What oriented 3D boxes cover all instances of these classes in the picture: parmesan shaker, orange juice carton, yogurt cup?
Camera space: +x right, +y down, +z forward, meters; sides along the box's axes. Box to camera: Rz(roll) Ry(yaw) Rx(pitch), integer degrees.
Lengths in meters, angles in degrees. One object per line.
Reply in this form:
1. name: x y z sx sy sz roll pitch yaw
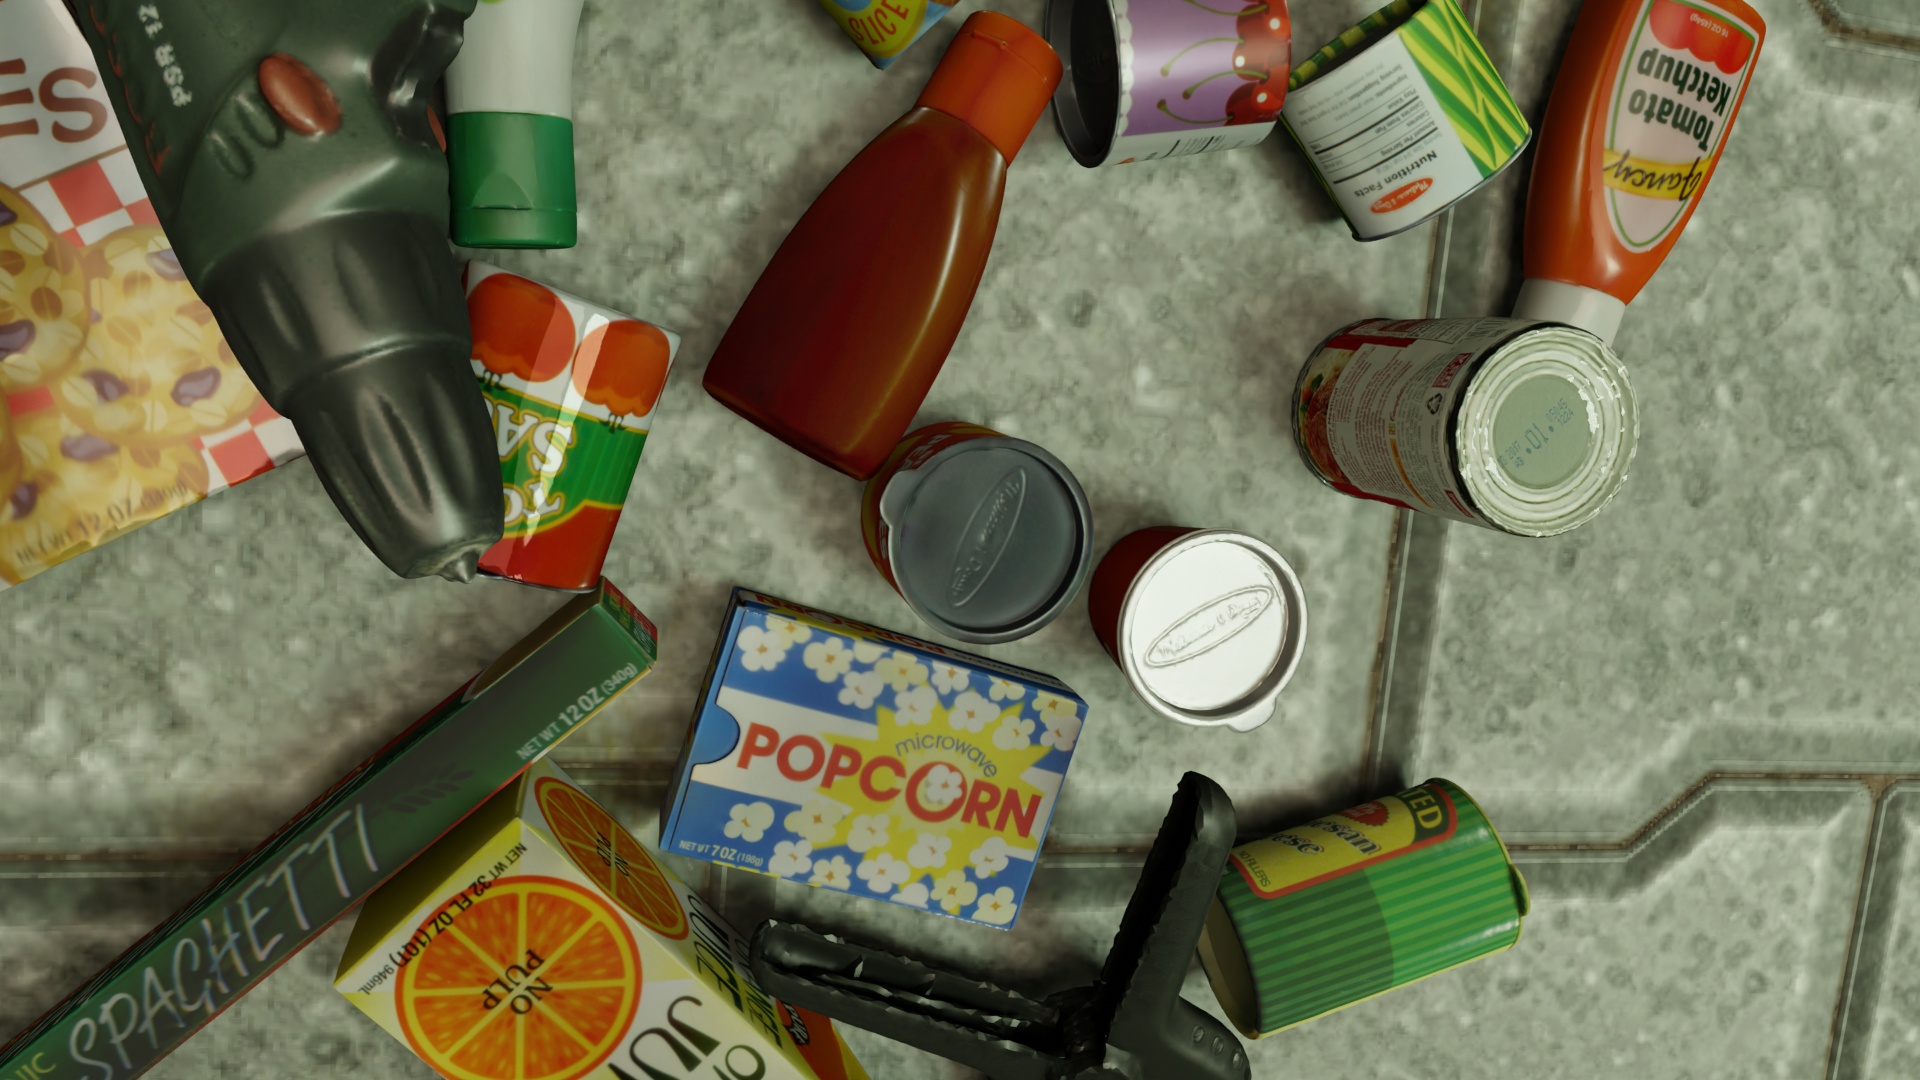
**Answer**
1. parmesan shaker: 0.142 0.134 0.507 0.103 0.071 0.071 -16 102 -11
2. orange juice carton: -0.099 0.164 0.451 0.072 0.073 0.192 -43 106 -4
3. yogurt cup: 0.079 0.025 0.483 0.072 0.054 0.072 -2 99 -14

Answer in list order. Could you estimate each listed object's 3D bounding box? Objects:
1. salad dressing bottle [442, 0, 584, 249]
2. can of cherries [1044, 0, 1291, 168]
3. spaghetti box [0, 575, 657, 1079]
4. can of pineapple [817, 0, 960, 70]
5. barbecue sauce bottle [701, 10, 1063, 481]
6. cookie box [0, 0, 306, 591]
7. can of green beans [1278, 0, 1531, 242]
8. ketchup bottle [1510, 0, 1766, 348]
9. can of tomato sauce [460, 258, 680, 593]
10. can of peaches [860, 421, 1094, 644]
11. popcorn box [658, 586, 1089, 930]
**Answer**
1. salad dressing bottle: -0.133 -0.161 0.406 0.064 0.044 0.147 -1 99 -6
2. can of cherries: 0.065 -0.159 0.443 0.058 0.071 0.071 -10 101 -12
3. spaghetti box: -0.200 0.102 0.428 0.250 0.050 0.028 -39 104 -5
4. can of pineapple: -0.020 -0.185 0.418 0.071 0.071 0.058 -45 107 -3
5. barbecue sauce bottle: -0.019 -0.096 0.441 0.065 0.043 0.148 29 85 19
6. cookie box: -0.275 -0.076 0.387 0.123 0.040 0.167 -26 105 -9
7. can of green beans: 0.147 -0.143 0.467 0.071 0.071 0.057 -39 105 -5
8. ketchup bottle: 0.235 -0.125 0.504 0.065 0.043 0.148 17 95 -16
9. can of tomato sauce: -0.128 -0.034 0.414 0.071 0.071 0.083 19 94 -16
10. can of peaches: 0.002 -0.006 0.457 0.071 0.058 0.071 -2 100 -13
11. popcorn box: -0.029 0.074 0.473 0.127 0.038 0.085 17 96 -16
